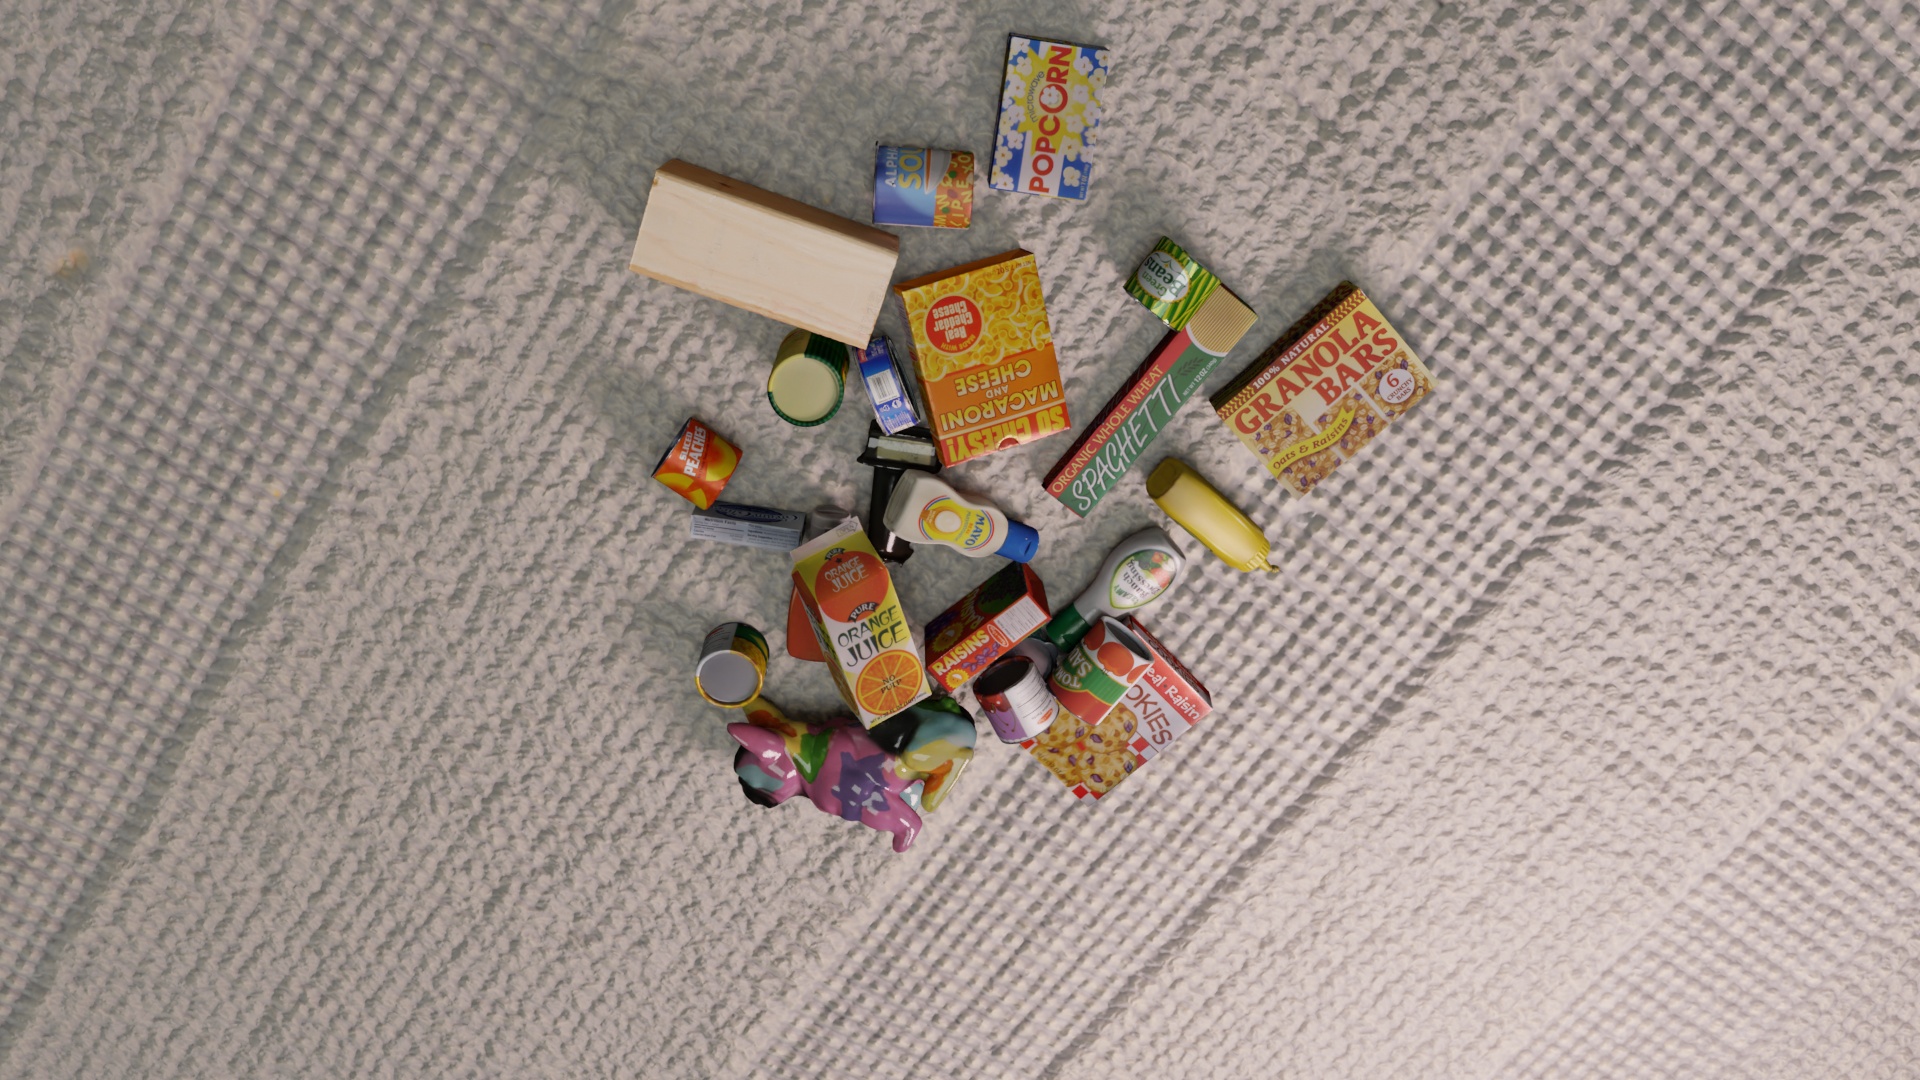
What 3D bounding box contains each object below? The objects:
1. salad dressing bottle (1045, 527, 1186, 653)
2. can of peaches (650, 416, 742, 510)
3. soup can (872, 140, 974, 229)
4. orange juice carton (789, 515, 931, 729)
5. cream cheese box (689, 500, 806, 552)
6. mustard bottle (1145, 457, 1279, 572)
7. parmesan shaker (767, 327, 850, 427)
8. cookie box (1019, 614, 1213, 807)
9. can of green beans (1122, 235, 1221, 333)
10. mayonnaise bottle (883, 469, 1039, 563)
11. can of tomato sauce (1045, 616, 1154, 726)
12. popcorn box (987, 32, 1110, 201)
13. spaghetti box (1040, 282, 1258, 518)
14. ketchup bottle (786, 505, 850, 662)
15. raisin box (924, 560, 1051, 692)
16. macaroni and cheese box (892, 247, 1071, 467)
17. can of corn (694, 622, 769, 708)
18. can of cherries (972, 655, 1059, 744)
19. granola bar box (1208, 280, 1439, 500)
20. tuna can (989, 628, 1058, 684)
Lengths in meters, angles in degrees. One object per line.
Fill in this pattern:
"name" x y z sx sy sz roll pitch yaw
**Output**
"salad dressing bottle" 0.148 0.050 1.338 0.147 0.044 0.064 -42 110 14
"can of peaches" -0.238 -0.070 1.263 0.058 0.071 0.071 34 107 -15
"soup can" -0.032 -0.302 1.178 0.084 0.071 0.071 2 112 -3
"orange juice carton" -0.097 0.072 1.281 0.072 0.073 0.191 -27 122 -16
"cream cheese box" -0.197 -0.014 1.295 0.104 0.053 0.024 8 110 -5
"mustard bottle" 0.245 -0.013 1.307 0.160 0.065 0.048 38 102 -19
"parmesan shaker" -0.134 -0.143 1.219 0.071 0.103 0.071 -1 112 -2
"cookie box" 0.149 0.171 1.389 0.167 0.040 0.123 -41 107 14
"can of green beans" 0.185 -0.225 1.217 0.071 0.071 0.057 34 107 -14
"mayonnaise bottle" 0.005 -0.016 1.286 0.148 0.041 0.064 19 101 -30
"can of tomato sauce" 0.131 0.122 1.311 0.071 0.071 0.083 36 105 -15
"popcorn box" 0.073 -0.357 1.175 0.085 0.038 0.126 7 111 -4
"spaghetti box" 0.171 -0.127 1.276 0.050 0.029 0.249 36 106 -14
"ketchup bottle" -0.129 0.042 1.325 0.065 0.044 0.148 5 112 -8
"raisin box" 0.023 0.079 1.323 0.123 0.086 0.040 -37 111 12
"macaroni and cheese box" 0.021 -0.162 1.237 0.124 0.040 0.165 -18 112 -9
"can of corn" -0.219 0.123 1.347 0.071 0.058 0.071 -1 112 -1
"can of cherries" 0.051 0.152 1.328 0.071 0.072 0.058 -26 110 9
"granola bar box" 0.331 -0.136 1.272 0.165 0.039 0.124 -42 108 14
"tuna can" 0.063 0.116 1.367 0.071 0.033 0.070 -1 112 -2
